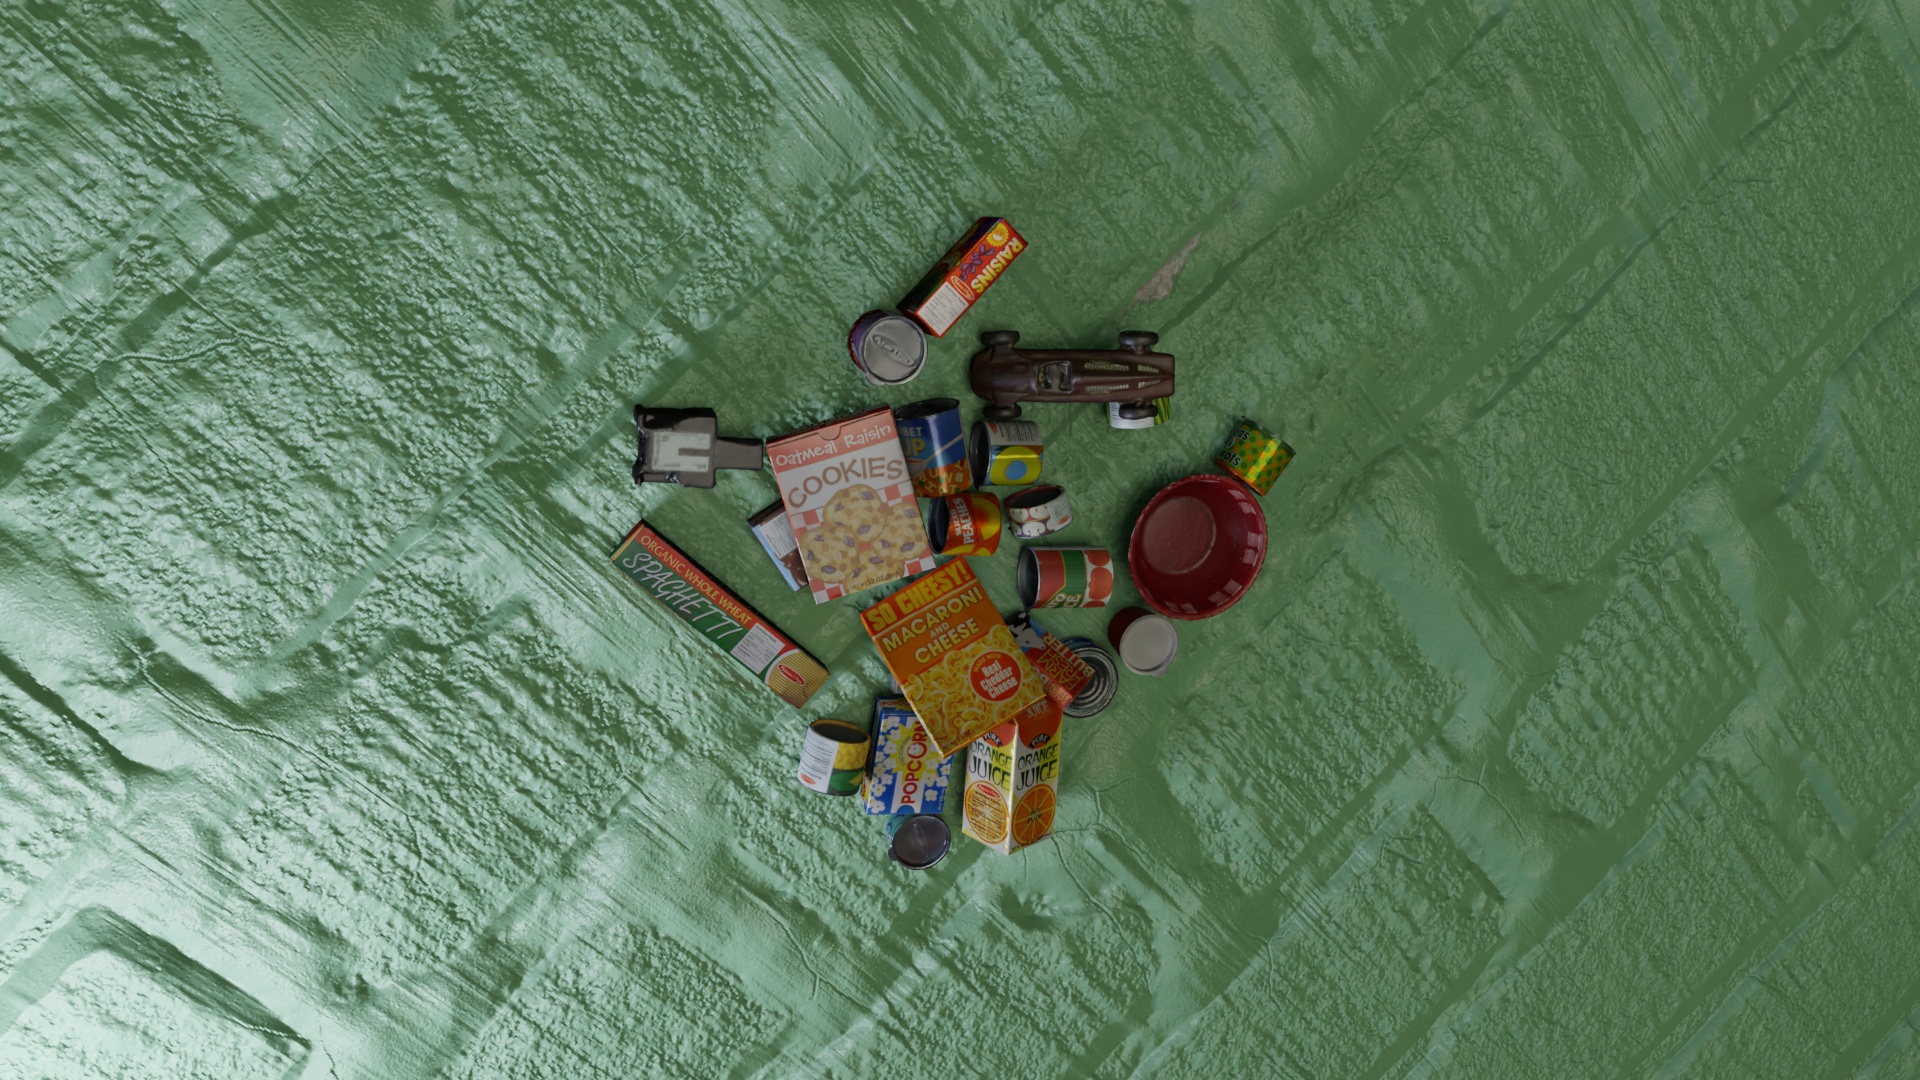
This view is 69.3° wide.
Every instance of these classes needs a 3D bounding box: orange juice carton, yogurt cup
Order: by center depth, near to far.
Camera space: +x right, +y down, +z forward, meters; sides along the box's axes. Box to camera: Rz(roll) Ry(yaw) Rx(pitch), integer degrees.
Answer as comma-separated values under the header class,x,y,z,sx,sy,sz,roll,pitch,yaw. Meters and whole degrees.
class,x,y,z,sx,sy,sz,roll,pitch,yaw
orange juice carton,0.055,0.225,1.466,0.072,0.073,0.192,-11,110,-43
yogurt cup,0.194,0.105,1.498,0.072,0.054,0.072,-5,106,-16

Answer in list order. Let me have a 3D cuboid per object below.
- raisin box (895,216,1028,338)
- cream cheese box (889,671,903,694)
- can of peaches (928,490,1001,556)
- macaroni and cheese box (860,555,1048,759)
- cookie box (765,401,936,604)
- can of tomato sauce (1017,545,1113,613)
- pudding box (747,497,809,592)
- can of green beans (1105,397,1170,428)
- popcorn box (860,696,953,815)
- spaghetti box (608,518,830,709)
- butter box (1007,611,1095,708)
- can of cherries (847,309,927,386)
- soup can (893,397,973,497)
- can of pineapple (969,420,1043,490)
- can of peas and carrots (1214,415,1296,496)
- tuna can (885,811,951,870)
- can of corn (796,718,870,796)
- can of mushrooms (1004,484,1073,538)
class,x,y,z,sx,sy,sz,roll,pitch,yaw
raisin box,0.000,-0.252,1.321,0.123,0.086,0.040,-47,108,-1
cream cheese box,-0.021,0.134,1.455,0.104,0.024,0.053,4,103,-18
can of peaches,0.005,-0.018,1.396,0.058,0.071,0.071,3,104,-19
macaroni and cheese box,-0.008,0.117,1.401,0.124,0.040,0.166,-30,77,-9
cookie box,-0.105,-0.036,1.333,0.123,0.040,0.166,-17,110,-6
can of tomato sauce,0.109,0.040,1.446,0.083,0.071,0.071,0,105,-18
pudding box,-0.167,0.003,1.370,0.050,0.030,0.083,-35,112,-7
can of green beans,0.180,-0.150,1.417,0.071,0.071,0.057,-12,109,-14
popcorn box,-0.053,0.224,1.451,0.085,0.038,0.126,2,115,-18
spaghetti box,-0.235,0.074,1.369,0.249,0.029,0.050,42,90,-23
butter box,0.086,0.123,1.445,0.103,0.053,0.024,40,133,11
can of cherries,-0.073,-0.184,1.332,0.071,0.058,0.071,-5,107,-17
soup can,-0.029,-0.091,1.367,0.071,0.071,0.083,-15,109,-13
can of pineapple,0.045,-0.086,1.393,0.058,0.071,0.070,-1,106,-17
can of peas and carrots,0.311,-0.089,1.475,0.071,0.071,0.058,34,94,-23
tuna can,-0.048,0.318,1.493,0.071,0.033,0.071,-5,106,-16
can of corn,-0.128,0.222,1.425,0.071,0.071,0.058,10,102,-20
can of mushrooms,0.078,-0.030,1.420,0.071,0.071,0.033,-20,111,-11
